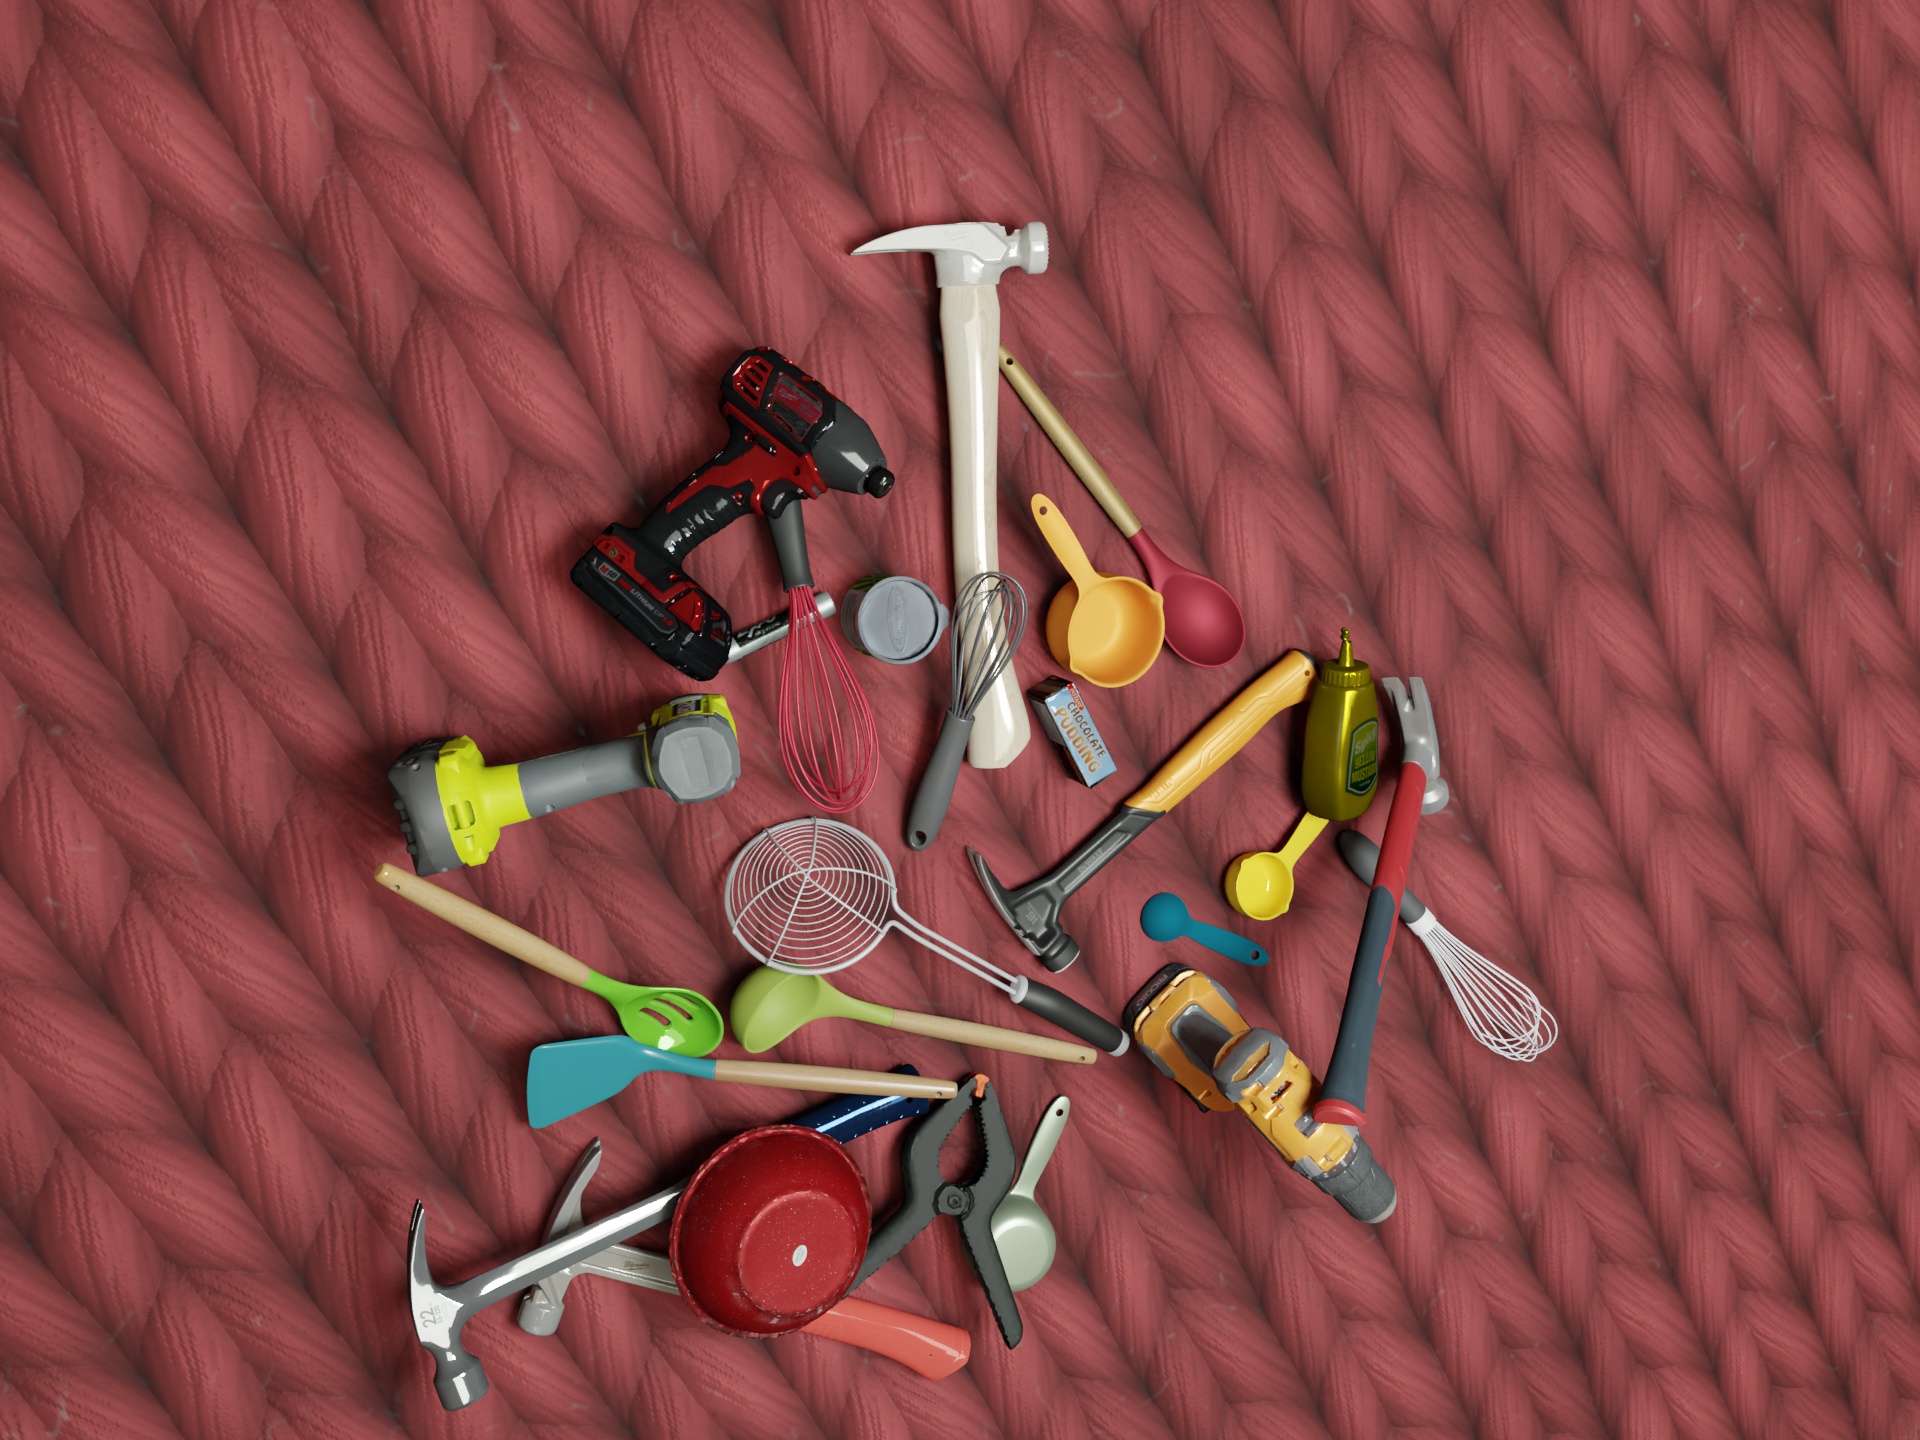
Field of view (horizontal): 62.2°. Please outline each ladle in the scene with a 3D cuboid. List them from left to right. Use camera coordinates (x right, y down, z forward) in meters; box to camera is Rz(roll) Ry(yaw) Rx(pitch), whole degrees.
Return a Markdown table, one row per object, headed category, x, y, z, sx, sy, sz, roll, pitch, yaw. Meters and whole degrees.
| category | x | y | z | sx | sy | sz | roll | pitch | yaw |
| --- | --- | --- | --- | --- | --- | --- | --- | --- | --- |
| ladle | -0.029 | 0.247 | 1.255 | 0.320 | 0.062 | 0.078 | 15 | 114 | -22 |
| ladle | 0.122 | -0.169 | 1.263 | 0.069 | 0.031 | 0.315 | -43 | 106 | -13 |

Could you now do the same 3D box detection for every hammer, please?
| category | x | y | z | sx | sy | sz | roll | pitch | yaw |
| --- | --- | --- | --- | --- | --- | --- | --- | --- | --- |
| hammer | -0.209 | 0.350 | 1.186 | 0.405 | 0.035 | 0.144 | -20 | 95 | -24 |
| hammer | -0.153 | 0.445 | 1.251 | 0.359 | 0.037 | 0.149 | 22 | 90 | -19 |
| hammer | 0.002 | -0.165 | 1.214 | 0.146 | 0.038 | 0.410 | -4 | 101 | -6 |
| hammer | 0.162 | 0.051 | 1.301 | 0.337 | 0.034 | 0.127 | -40 | 108 | -9 |
| hammer | 0.323 | 0.137 | 1.226 | 0.387 | 0.038 | 0.143 | -63 | 142 | -41 |

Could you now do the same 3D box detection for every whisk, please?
| category | x | y | z | sx | sy | sz | roll | pitch | yaw |
| --- | --- | --- | --- | --- | --- | --- | --- | --- | --- |
| whisk | -0.115 | -0.077 | 1.163 | 0.073 | 0.073 | 0.296 | -10 | 86 | -16 |
| whisk | -0.003 | -0.004 | 1.209 | 0.055 | 0.055 | 0.239 | 10 | 113 | -19 |
| whisk | 0.423 | 0.198 | 1.397 | 0.070 | 0.070 | 0.284 | -45 | 103 | -7 |

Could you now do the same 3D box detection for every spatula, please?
| category | x | y | z | sx | sy | sz | roll | pitch | yaw |
| --- | --- | --- | --- | --- | --- | --- | --- | --- | --- |
| spatula | -0.159 | 0.273 | 1.191 | 0.317 | 0.044 | 0.082 | 6 | 120 | -7 |

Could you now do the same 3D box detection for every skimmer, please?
| category | x | y | z | sx | sy | sz | roll | pitch | yaw |
| --- | --- | --- | --- | --- | --- | --- | --- | --- | --- |
| skimmer | -0.017 | 0.191 | 1.258 | 0.363 | 0.090 | 0.127 | 33 | 55 | -30 |

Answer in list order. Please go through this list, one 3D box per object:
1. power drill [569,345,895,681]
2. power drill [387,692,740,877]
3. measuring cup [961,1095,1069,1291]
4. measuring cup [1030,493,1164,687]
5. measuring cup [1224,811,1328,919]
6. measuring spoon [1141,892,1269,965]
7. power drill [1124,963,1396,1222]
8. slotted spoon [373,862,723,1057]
| category | x | y | z | sx | sy | sz | roll | pitch | yaw |
| --- | --- | --- | --- | --- | --- | --- | --- | --- | --- |
| power drill | -0.154 | -0.142 | 1.117 | 0.143 | 0.078 | 0.219 | 39 | 88 | 15 |
| power drill | -0.265 | 0.033 | 1.100 | 0.223 | 0.171 | 0.080 | -13 | 101 | -7 |
| measuring cup | 0.059 | 0.392 | 1.310 | 0.083 | 0.038 | 0.167 | 22 | 92 | -19 |
| measuring cup | 0.089 | -0.106 | 1.236 | 0.095 | 0.052 | 0.173 | -39 | 114 | -13 |
| measuring cup | 0.280 | 0.103 | 1.356 | 0.062 | 0.029 | 0.156 | 47 | 70 | -16 |
| measuring spoon | 0.211 | 0.183 | 1.339 | 0.128 | 0.021 | 0.042 | 24 | 90 | -18 |
| power drill | 0.239 | 0.295 | 1.255 | 0.084 | 0.226 | 0.185 | -45 | 107 | -7 |
| slotted spoon | -0.282 | 0.169 | 1.117 | 0.070 | 0.031 | 0.313 | -34 | 135 | 17 |
